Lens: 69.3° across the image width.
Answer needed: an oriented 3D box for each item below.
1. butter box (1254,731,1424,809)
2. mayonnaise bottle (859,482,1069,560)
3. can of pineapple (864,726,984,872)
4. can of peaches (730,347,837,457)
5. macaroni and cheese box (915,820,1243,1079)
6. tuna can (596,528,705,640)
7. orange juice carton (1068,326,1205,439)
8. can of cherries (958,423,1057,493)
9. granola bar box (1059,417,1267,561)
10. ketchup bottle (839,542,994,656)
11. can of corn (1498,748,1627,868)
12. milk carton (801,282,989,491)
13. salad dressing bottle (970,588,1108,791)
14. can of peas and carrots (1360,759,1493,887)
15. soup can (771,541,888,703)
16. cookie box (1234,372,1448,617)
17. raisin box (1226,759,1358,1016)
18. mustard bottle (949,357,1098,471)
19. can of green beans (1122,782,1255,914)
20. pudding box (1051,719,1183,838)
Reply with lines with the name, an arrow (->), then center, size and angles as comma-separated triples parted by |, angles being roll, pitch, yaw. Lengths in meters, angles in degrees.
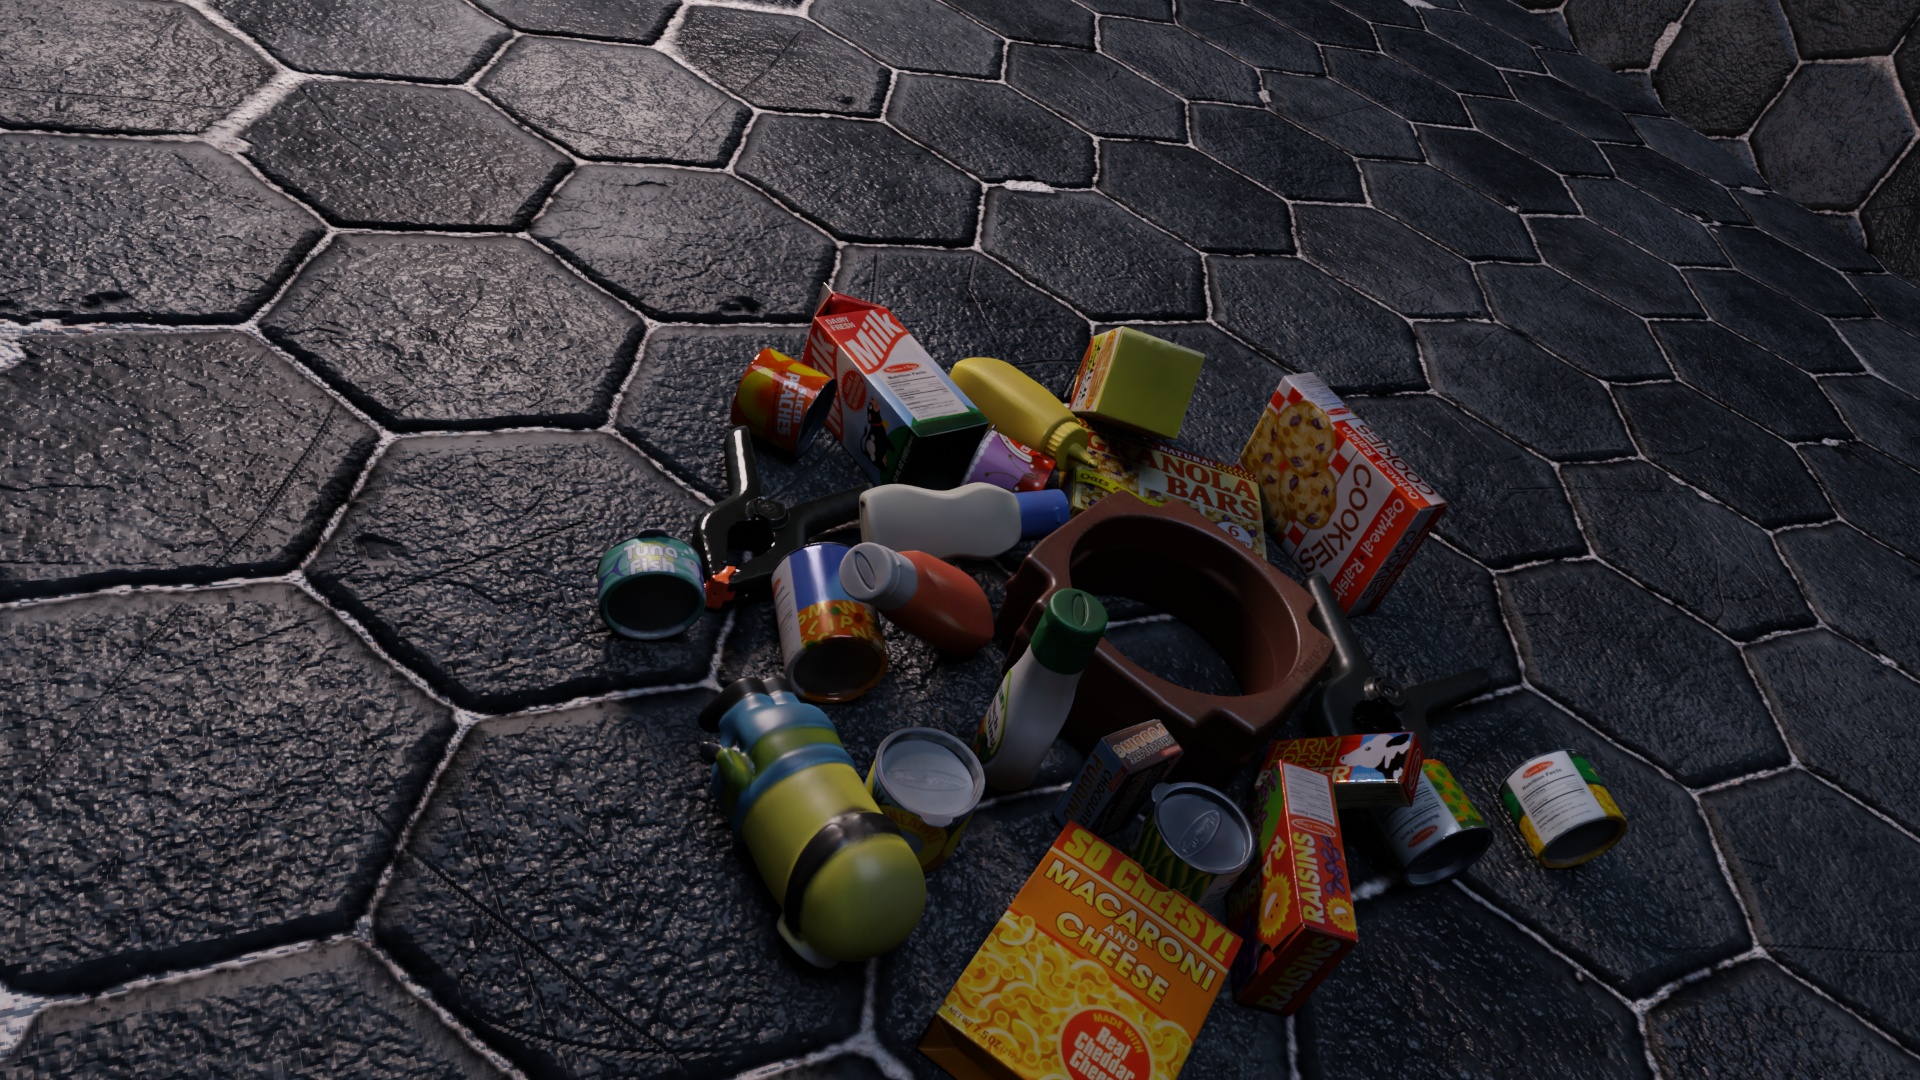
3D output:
butter box -> 0.252, 0.155, 0.927 | 0.103, 0.024, 0.053 | -10, 25, 34
mayonnaise bottle -> 0.004, -0.013, 1.000 | 0.148, 0.064, 0.041 | -5, 4, -15
can of pineapple -> -0.026, 0.154, 0.816 | 0.071, 0.057, 0.071 | 13, 40, -11
can of peaches -> -0.134, -0.105, 1.053 | 0.058, 0.070, 0.071 | 26, 39, 5
macaroni and cheese box -> 0.072, 0.249, 0.769 | 0.124, 0.040, 0.167 | 33, 40, 11
tuna can -> -0.193, 0.028, 0.870 | 0.071, 0.070, 0.033 | 4, 43, -22
orange juice carton -> 0.142, -0.131, 1.176 | 0.072, 0.073, 0.193 | 18, 3, -5
can of cherries -> 0.036, -0.046, 1.066 | 0.058, 0.071, 0.072 | 27, 39, 4
granola bar box -> 0.164, -0.030, 1.134 | 0.166, 0.038, 0.125 | 17, 39, -8
ketchup bottle -> -0.028, 0.034, 0.901 | 0.065, 0.043, 0.148 | 63, 14, 23
can of corn -> 0.429, 0.192, 0.988 | 0.071, 0.070, 0.058 | 4, 43, -22
milk carton -> -0.068, -0.122, 1.102 | 0.074, 0.072, 0.191 | -15, 53, -38
salad dressing bottle -> 0.048, 0.092, 0.851 | 0.044, 0.146, 0.064 | 17, 39, -8
can of peas and carrots -> 0.313, 0.191, 0.934 | 0.071, 0.070, 0.059 | -1, 44, -26
soup can -> -0.082, 0.053, 0.898 | 0.071, 0.071, 0.084 | 5, 43, -21
cookie box -> 0.305, -0.038, 1.145 | 0.040, 0.122, 0.168 | -11, 49, -34
raisin box -> 0.196, 0.208, 0.839 | 0.040, 0.085, 0.124 | 18, 39, -9
mustard bottle -> 0.055, -0.093, 1.115 | 0.049, 0.065, 0.160 | -18, 41, -40
can of green beans -> 0.138, 0.192, 0.852 | 0.071, 0.057, 0.071 | 13, 40, -11
pudding box -> 0.097, 0.150, 0.860 | 0.050, 0.083, 0.030 | -13, 54, -37
